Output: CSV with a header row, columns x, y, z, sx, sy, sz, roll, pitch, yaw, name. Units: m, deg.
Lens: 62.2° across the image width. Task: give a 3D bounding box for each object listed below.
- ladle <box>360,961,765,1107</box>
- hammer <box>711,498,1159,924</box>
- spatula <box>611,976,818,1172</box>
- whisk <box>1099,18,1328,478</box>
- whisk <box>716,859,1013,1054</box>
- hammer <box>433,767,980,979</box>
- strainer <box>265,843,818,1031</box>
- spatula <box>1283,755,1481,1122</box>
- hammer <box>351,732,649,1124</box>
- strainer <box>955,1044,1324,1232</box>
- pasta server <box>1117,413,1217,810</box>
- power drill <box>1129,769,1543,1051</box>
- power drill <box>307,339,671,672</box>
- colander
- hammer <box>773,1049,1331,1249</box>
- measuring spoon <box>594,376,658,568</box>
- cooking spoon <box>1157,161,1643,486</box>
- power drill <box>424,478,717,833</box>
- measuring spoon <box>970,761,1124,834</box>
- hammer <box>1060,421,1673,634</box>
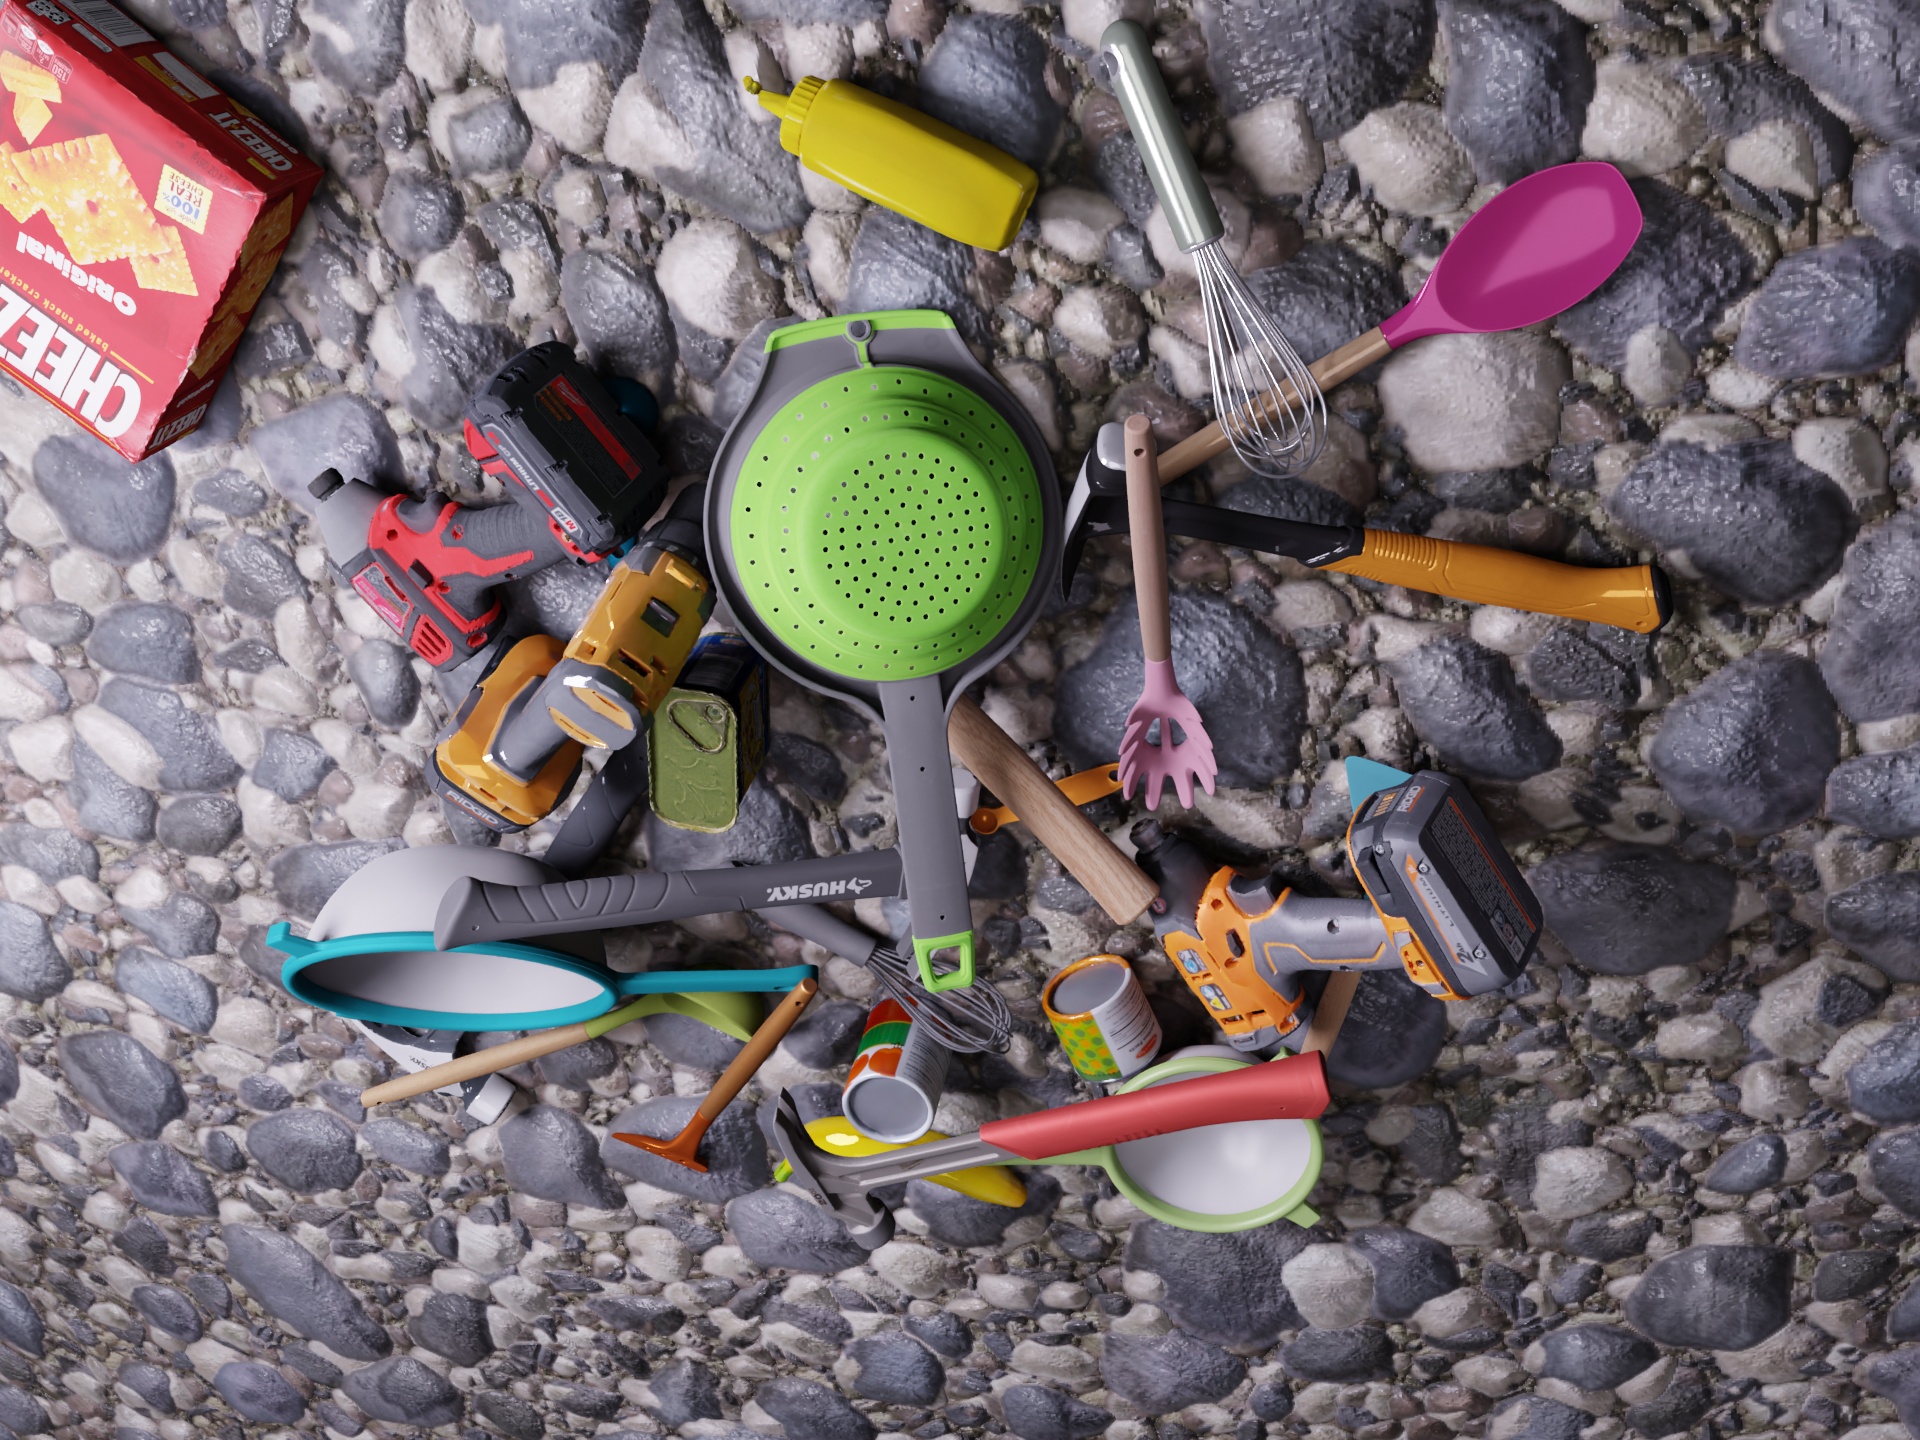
x,y,z,sx,sy,sz,roll,pitch,yaw,name
-0.292,0.242,1.153,0.320,0.062,0.078,-18,144,9,ladle
-0.002,-0.003,0.968,0.331,0.031,0.130,45,114,-4,hammer
-0.170,0.262,1.142,0.081,0.041,0.322,26,132,-13,spatula
0.128,-0.239,0.817,0.059,0.058,0.246,-29,105,-11,whisk
-0.066,0.163,1.098,0.239,0.055,0.055,31,121,-2,whisk
-0.150,0.110,0.984,0.334,0.035,0.146,-4,121,-23,hammer
-0.265,0.137,1.056,0.340,0.095,0.211,1,155,-7,strainer
0.250,0.154,1.028,0.082,0.044,0.317,23,125,18,spatula
-0.312,0.137,1.142,0.149,0.036,0.408,35,120,-8,hammer
0.122,0.280,1.110,0.256,0.069,0.151,-5,116,14,strainer
0.108,-0.047,0.877,0.060,0.040,0.315,-4,146,8,pasta server
0.209,0.108,0.957,0.226,0.084,0.164,-26,103,46,power drill
-0.292,-0.126,0.950,0.219,0.079,0.143,-26,113,35,power drill
-0.025,-0.024,0.879,0.204,0.094,0.397,-9,103,-8,colander
0.061,0.264,1.043,0.359,0.037,0.149,-16,123,16,hammer
-0.208,-0.144,0.963,0.042,0.021,0.128,12,122,4,measuring spoon
0.205,-0.192,0.851,0.319,0.017,0.068,-29,103,24,cooking spoon
-0.219,-0.041,0.957,0.084,0.185,0.226,37,140,-20,power drill
0.060,0.048,1.028,0.117,0.011,0.021,-20,109,18,measuring spoon
0.223,-0.086,0.869,0.337,0.034,0.127,9,151,-6,hammer
